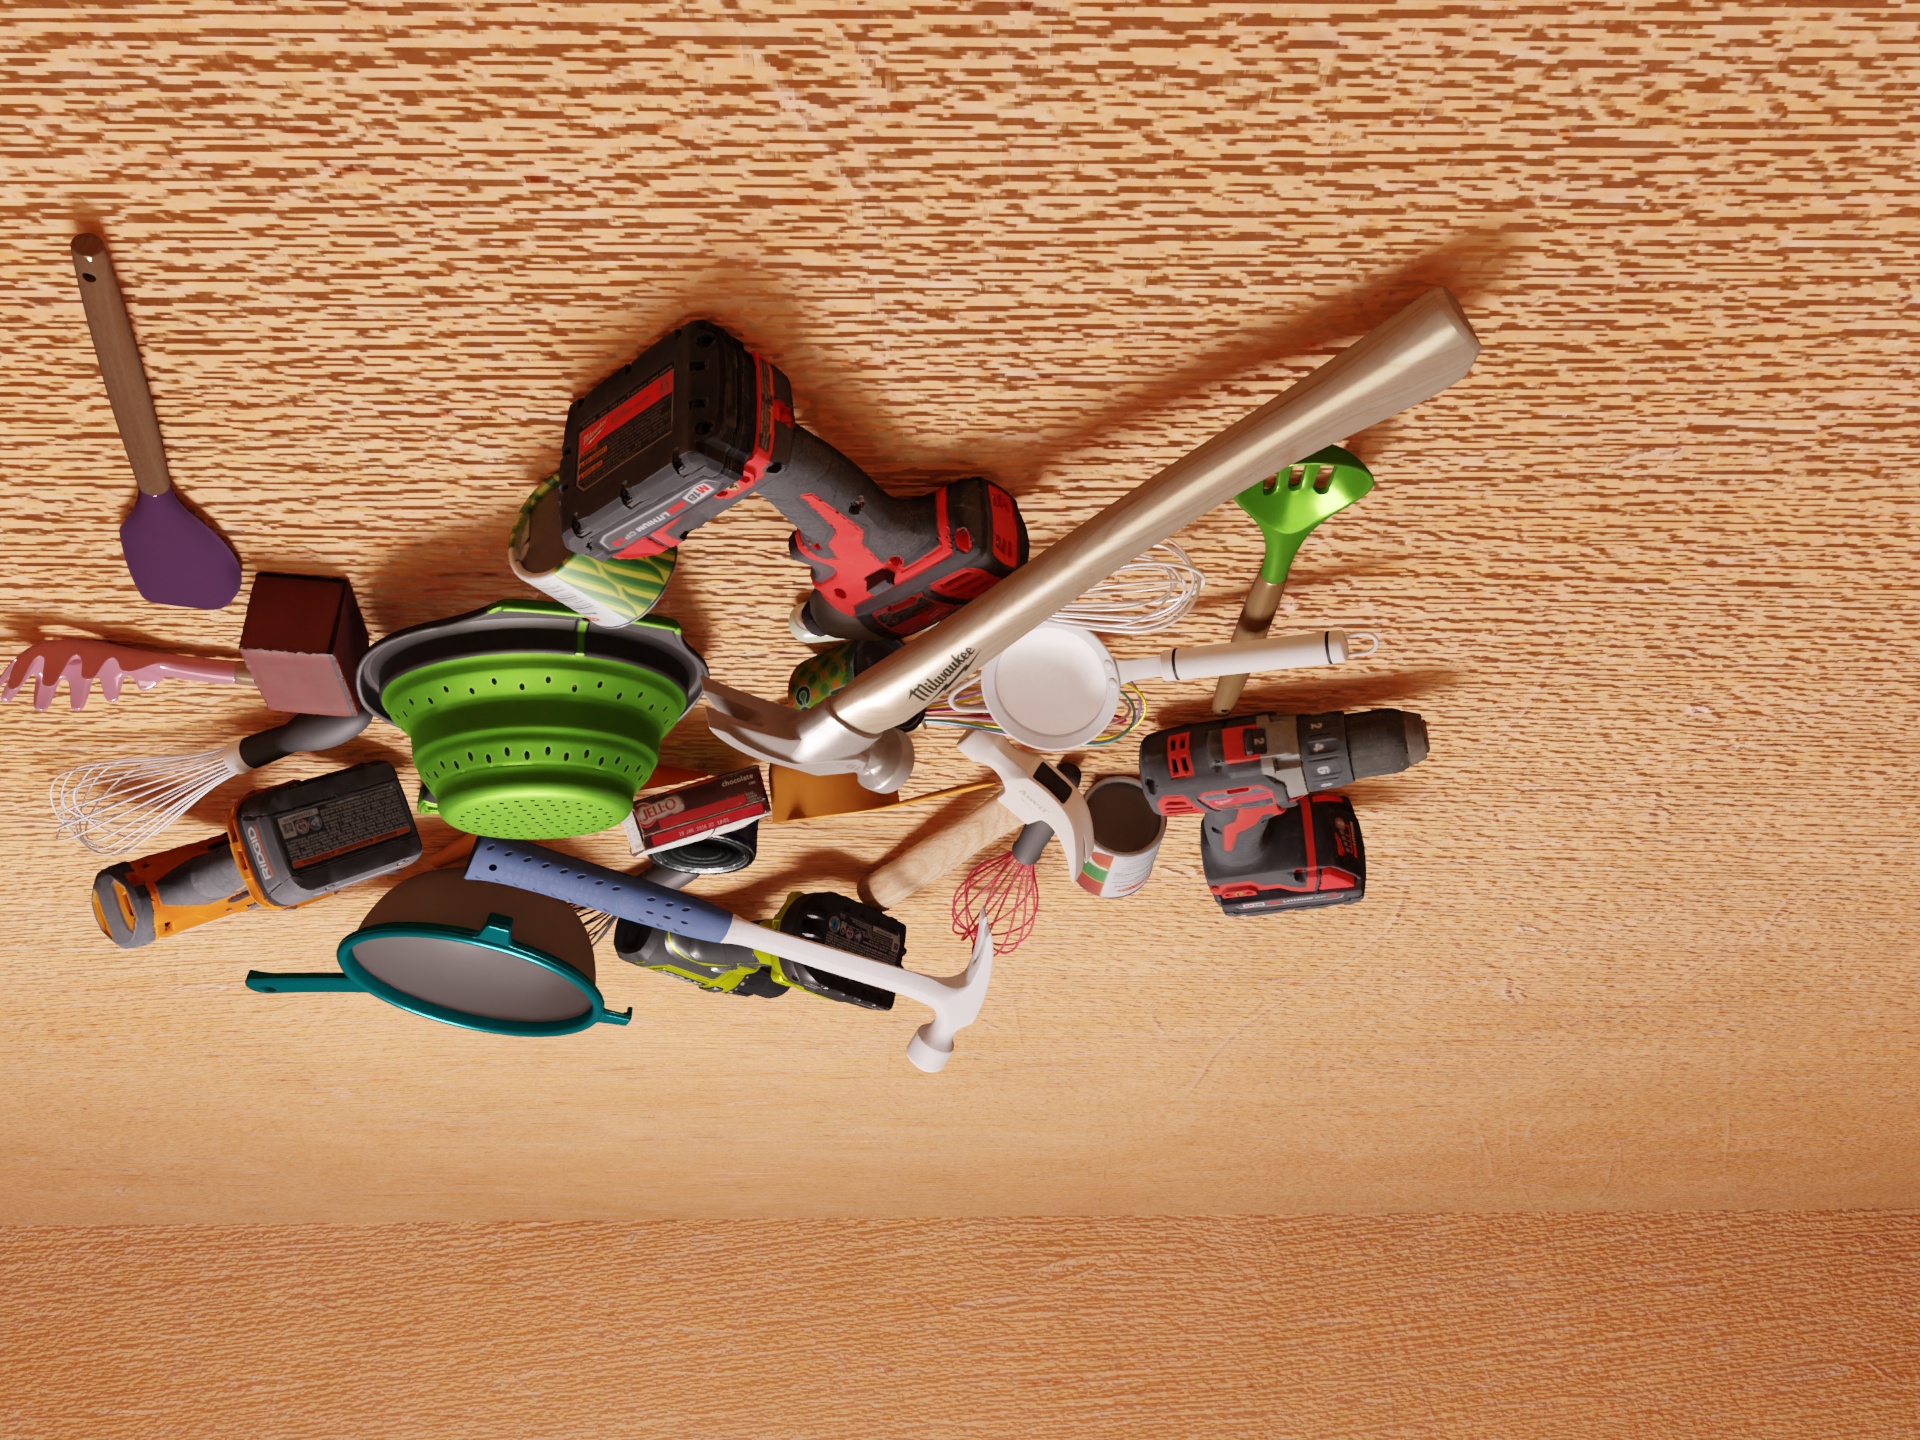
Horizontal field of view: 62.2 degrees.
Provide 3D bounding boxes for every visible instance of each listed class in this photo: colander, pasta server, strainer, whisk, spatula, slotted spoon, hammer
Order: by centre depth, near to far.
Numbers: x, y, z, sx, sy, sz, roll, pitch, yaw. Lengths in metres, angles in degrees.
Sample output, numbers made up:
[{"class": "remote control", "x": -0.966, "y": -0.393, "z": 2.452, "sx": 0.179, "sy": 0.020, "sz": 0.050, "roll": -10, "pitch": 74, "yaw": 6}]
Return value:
[{"class": "hammer", "x": 0.056, "y": -0.081, "z": 0.772, "sx": 0.410, "sy": 0.038, "sz": 0.146, "roll": -32, "pitch": 148, "yaw": 28}, {"class": "spatula", "x": -0.401, "y": -0.131, "z": 0.788, "sx": 0.059, "sy": 0.018, "sz": 0.315, "roll": 6, "pitch": 154, "yaw": -15}, {"class": "whisk", "x": 0.016, "y": -0.067, "z": 0.900, "sx": 0.246, "sy": 0.058, "sz": 0.059, "roll": -5, "pitch": 162, "yaw": 19}, {"class": "slotted spoon", "x": 0.173, "y": -0.072, "z": 0.913, "sx": 0.070, "sy": 0.031, "sz": 0.313, "roll": 0, "pitch": 155, "yaw": 0}, {"class": "strainer", "x": 0.119, "y": -0.032, "z": 0.949, "sx": 0.258, "sy": 0.050, "sz": 0.086, "roll": -6, "pitch": 109, "yaw": 23}, {"class": "pasta server", "x": -0.422, "y": -0.020, "z": 0.990, "sx": 0.316, "sy": 0.040, "sz": 0.060, "roll": 5, "pitch": 165, "yaw": -13}, {"class": "colander", "x": -0.290, "y": 0.039, "z": 1.008, "sx": 0.204, "sy": 0.095, "sz": 0.397, "roll": 6, "pitch": 160, "yaw": -29}, {"class": "whisk", "x": -0.001, "y": -0.001, "z": 1.035, "sx": 0.245, "sy": 0.051, "sz": 0.047, "roll": -2, "pitch": 159, "yaw": 10}, {"class": "whisk", "x": -0.510, "y": 0.032, "z": 1.077, "sx": 0.284, "sy": 0.070, "sz": 0.070, "roll": -18, "pitch": 149, "yaw": 21}, {"class": "spatula", "x": -0.310, "y": 0.073, "z": 1.174, "sx": 0.322, "sy": 0.041, "sz": 0.081, "roll": -24, "pitch": 170, "yaw": 42}, {"class": "hammer", "x": -0.163, "y": 0.153, "z": 1.191, "sx": 0.405, "sy": 0.035, "sz": 0.144, "roll": 20, "pitch": 114, "yaw": -19}, {"class": "hammer", "x": -0.004, "y": 0.096, "z": 1.200, "sx": 0.130, "sy": 0.031, "sz": 0.331, "roll": 40, "pitch": 150, "yaw": -6}, {"class": "whisk", "x": 0.047, "y": 0.112, "z": 1.248, "sx": 0.073, "sy": 0.073, "sz": 0.295, "roll": 5, "pitch": 148, "yaw": -12}, {"class": "strainer", "x": -0.442, "y": 0.180, "z": 1.309, "sx": 0.340, "sy": 0.095, "sz": 0.210, "roll": -5, "pitch": 147, "yaw": 22}, {"class": "whisk", "x": -0.287, "y": 0.152, "z": 1.332, "sx": 0.239, "sy": 0.055, "sz": 0.055, "roll": -28, "pitch": 143, "yaw": 36}]

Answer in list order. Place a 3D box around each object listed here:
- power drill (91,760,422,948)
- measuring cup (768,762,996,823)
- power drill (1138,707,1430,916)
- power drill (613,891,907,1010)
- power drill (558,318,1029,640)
[{"class": "power drill", "x": -0.491, "y": 0.096, "z": 1.142, "sx": 0.226, "sy": 0.084, "sz": 0.164, "roll": -18, "pitch": -178, "yaw": 34}, {"class": "measuring cup", "x": -0.053, "y": 0.033, "z": 1.056, "sx": 0.173, "sy": 0.052, "sz": 0.095, "roll": -12, "pitch": 175, "yaw": 34}, {"class": "power drill", "x": 0.238, "y": 0.058, "z": 1.120, "sx": 0.188, "sy": 0.080, "sz": 0.226, "roll": -9, "pitch": 151, "yaw": 16}, {"class": "power drill", "x": -0.160, "y": 0.203, "z": 1.375, "sx": 0.228, "sy": 0.080, "sz": 0.190, "roll": -6, "pitch": 155, "yaw": 39}, {"class": "power drill", "x": -0.084, "y": -0.100, "z": 0.799, "sx": 0.143, "sy": 0.079, "sz": 0.219, "roll": -23, "pitch": 149, "yaw": 37}]
